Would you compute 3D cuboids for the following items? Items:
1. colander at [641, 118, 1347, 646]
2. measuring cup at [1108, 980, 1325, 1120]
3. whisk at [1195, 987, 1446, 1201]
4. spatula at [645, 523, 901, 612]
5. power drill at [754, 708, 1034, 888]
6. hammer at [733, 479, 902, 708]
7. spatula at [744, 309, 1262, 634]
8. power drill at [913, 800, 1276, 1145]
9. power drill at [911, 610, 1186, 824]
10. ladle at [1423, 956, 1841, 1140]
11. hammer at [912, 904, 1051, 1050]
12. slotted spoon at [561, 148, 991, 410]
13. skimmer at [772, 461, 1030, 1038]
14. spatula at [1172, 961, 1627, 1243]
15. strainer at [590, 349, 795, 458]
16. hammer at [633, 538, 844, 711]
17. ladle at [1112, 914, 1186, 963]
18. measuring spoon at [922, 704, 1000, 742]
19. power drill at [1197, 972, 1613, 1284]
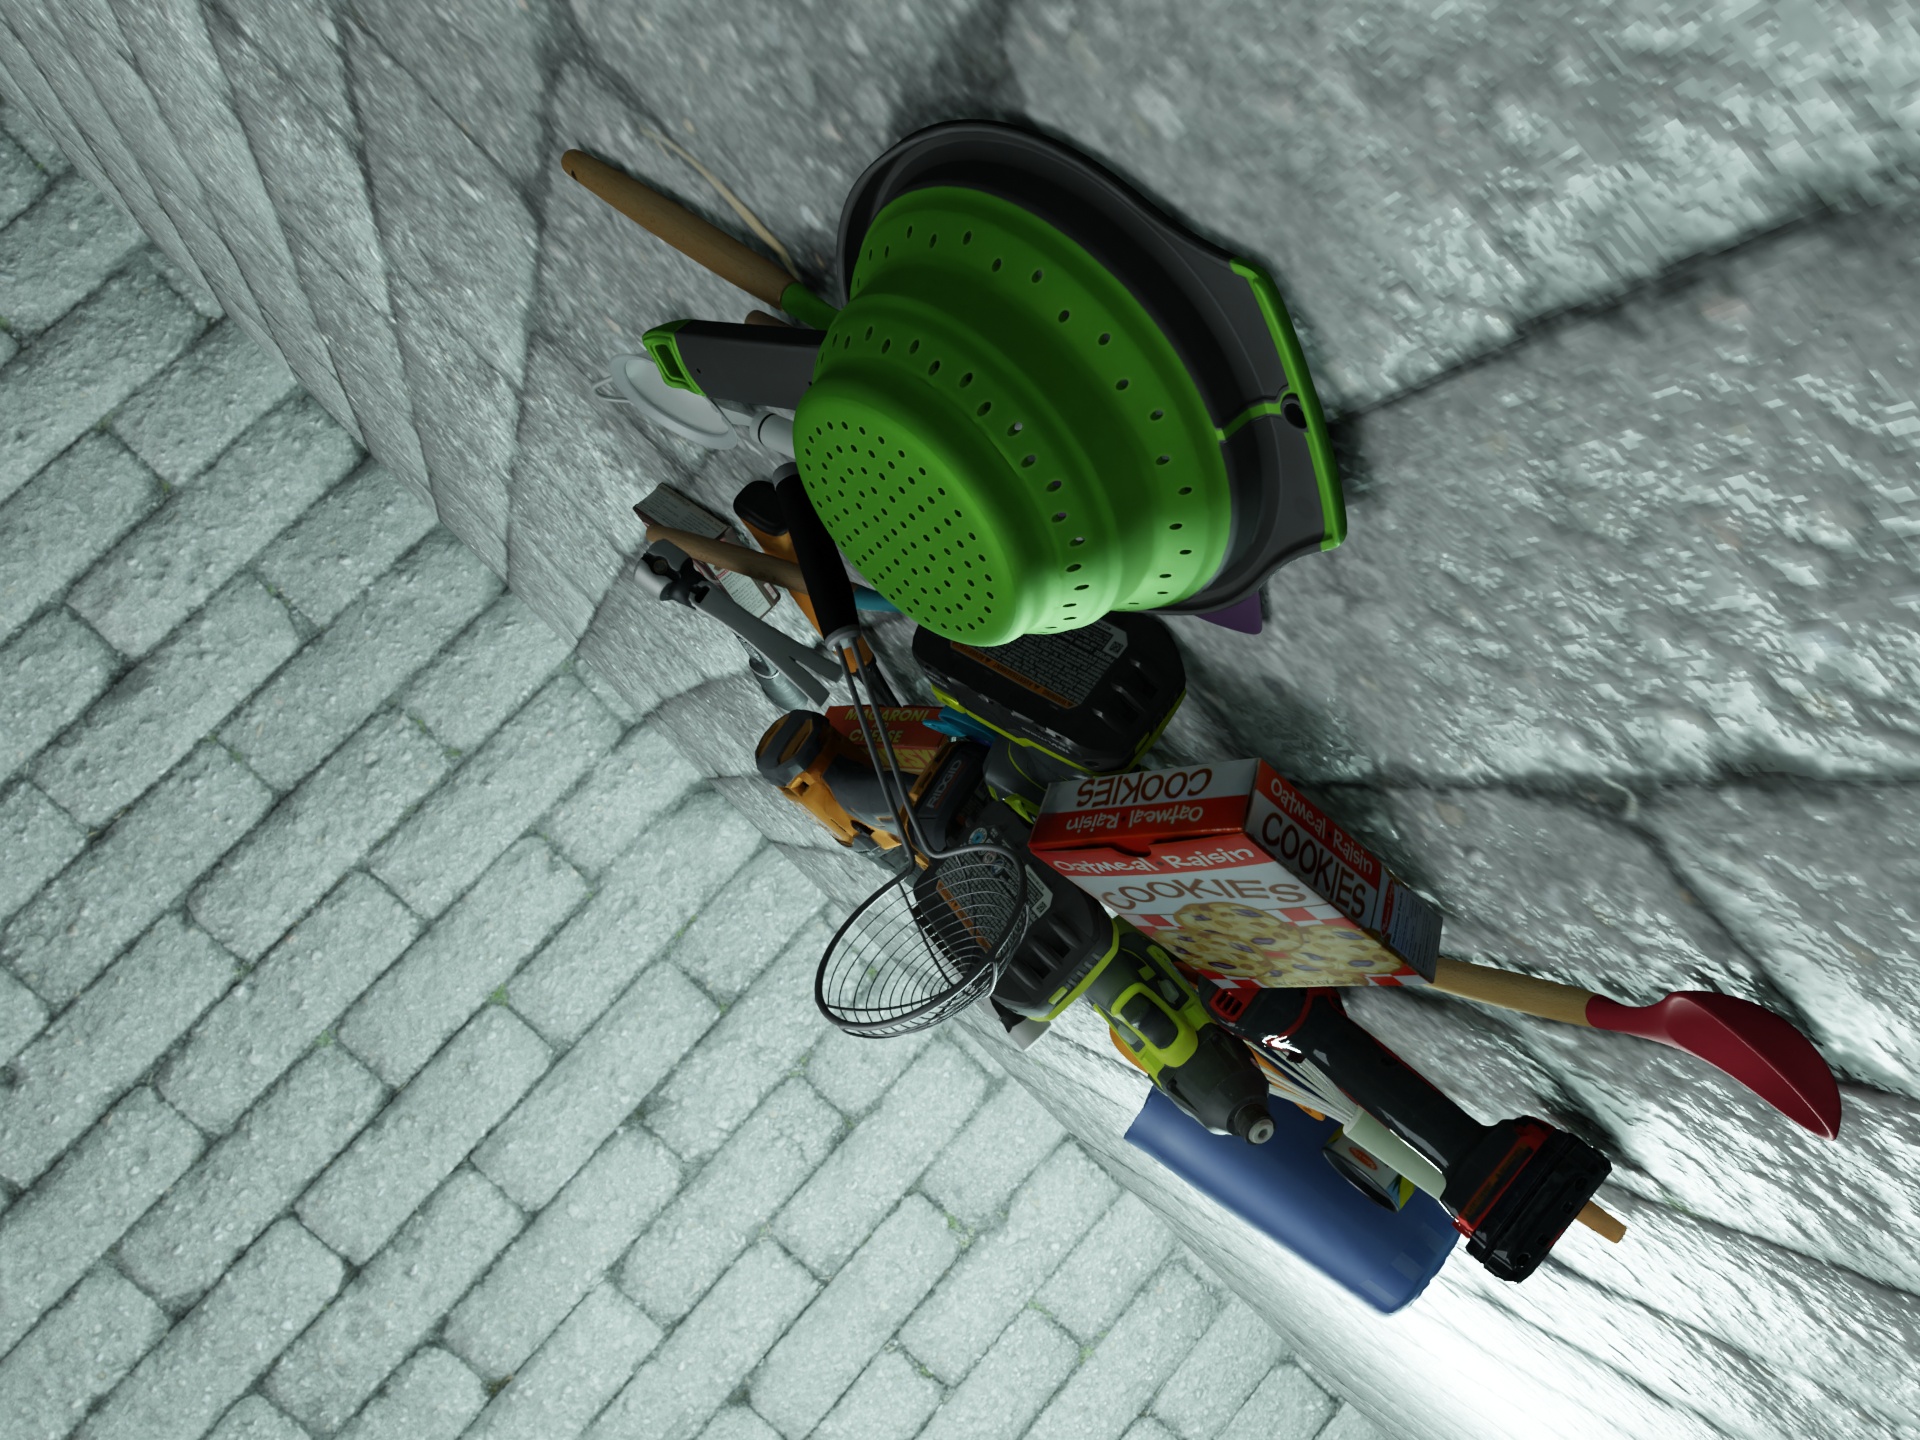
[{"bbox_3d":[-0.043,-0.112,0.620,0.397,0.094,0.204,19,145,47],"label":"colander"},{"bbox_3d":[0.178,0.243,1.103,0.173,0.052,0.095,40,156,-7],"label":"measuring cup"},{"bbox_3d":[0.245,0.249,1.016,0.246,0.058,0.059,35,-165,10],"label":"whisk"},{"bbox_3d":[-0.091,-0.077,1.022,0.318,0.044,0.082,19,169,30],"label":"spatula"},{"bbox_3d":[-0.020,0.075,1.087,0.226,0.084,0.185,11,152,51],"label":"power drill"},{"bbox_3d":[-0.086,-0.058,1.173,0.127,0.034,0.336,32,163,37],"label":"hammer"},{"bbox_3d":[0.009,-0.121,0.723,0.316,0.018,0.059,35,162,29],"label":"spatula"},{"bbox_3d":[0.087,0.153,0.921,0.223,0.080,0.171,41,-177,-36],"label":"power drill"},{"bbox_3d":[0.078,0.021,0.844,0.191,0.080,0.228,30,164,31],"label":"power drill"},{"bbox_3d":[0.271,0.129,0.715,0.069,0.031,0.315,48,168,-9],"label":"ladle"},{"bbox_3d":[0.054,0.138,1.171,0.146,0.035,0.334,47,150,10],"label":"hammer"},{"bbox_3d":[-0.095,-0.206,0.743,0.314,0.031,0.070,38,154,30],"label":"slotted spoon"},{"bbox_3d":[-0.060,-0.003,0.865,0.090,0.127,0.364,31,-145,-60],"label":"skimmer"},{"bbox_3d":[0.275,0.242,1.032,0.323,0.041,0.080,32,162,37],"label":"spatula"},{"bbox_3d":[-0.113,-0.167,0.895,0.259,0.050,0.086,28,167,33],"label":"strainer"},{"bbox_3d":[-0.147,-0.044,1.219,0.149,0.036,0.409,34,174,3],"label":"hammer"},{"bbox_3d":[0.083,0.121,1.249,0.078,0.062,0.320,52,171,-35],"label":"ladle"},{"bbox_3d":[-0.002,-0.003,1.021,0.042,0.021,0.128,26,174,-13],"label":"measuring spoon"},{"bbox_3d":[0.245,0.206,0.899,0.227,0.080,0.187,38,-177,28],"label":"power drill"}]
